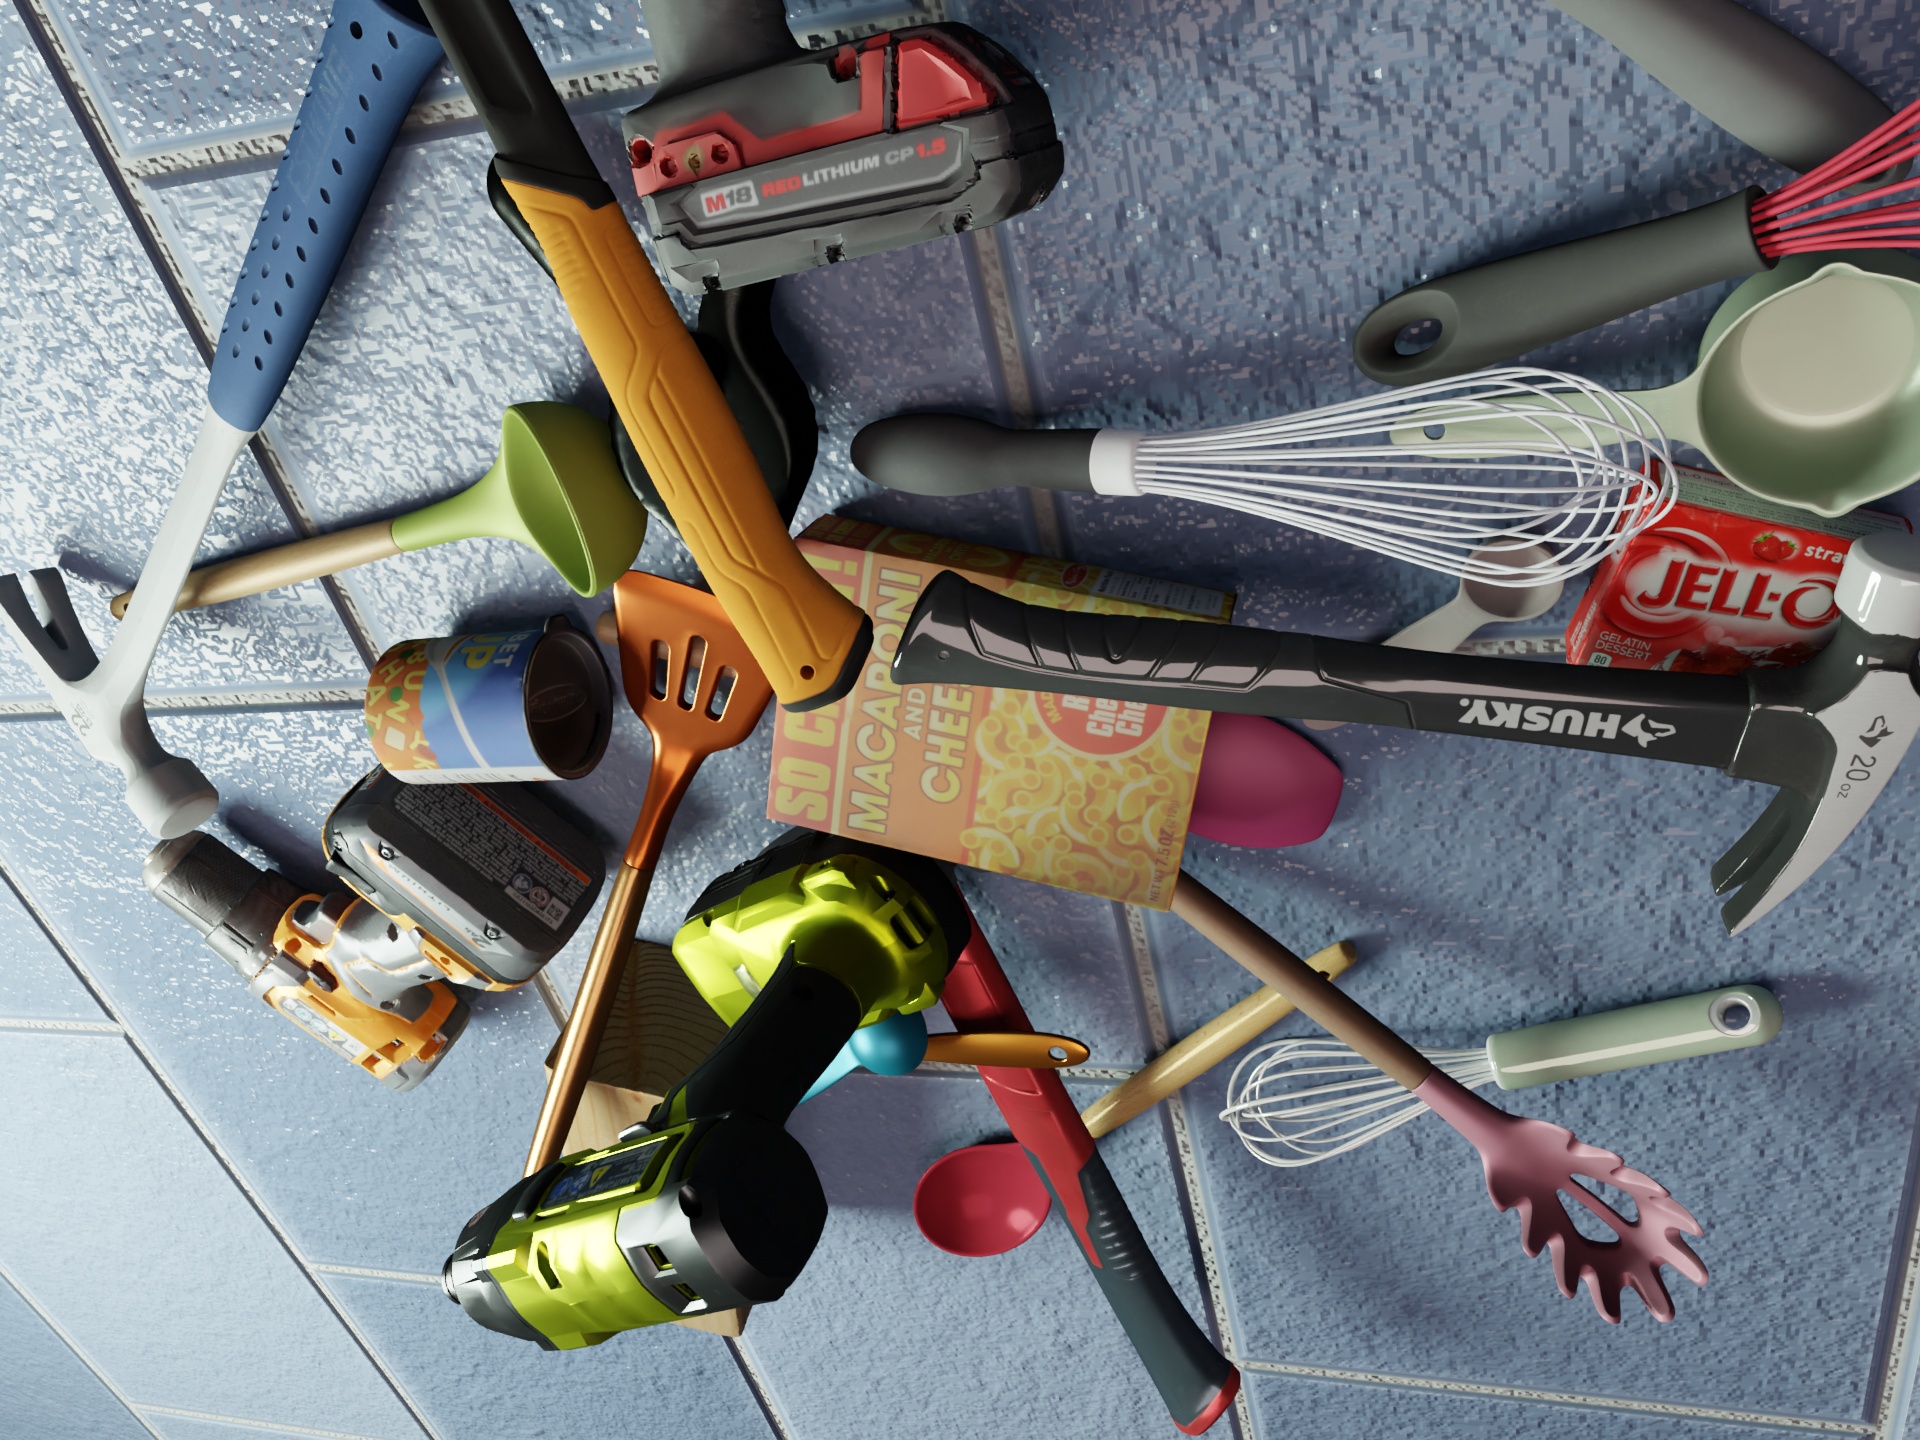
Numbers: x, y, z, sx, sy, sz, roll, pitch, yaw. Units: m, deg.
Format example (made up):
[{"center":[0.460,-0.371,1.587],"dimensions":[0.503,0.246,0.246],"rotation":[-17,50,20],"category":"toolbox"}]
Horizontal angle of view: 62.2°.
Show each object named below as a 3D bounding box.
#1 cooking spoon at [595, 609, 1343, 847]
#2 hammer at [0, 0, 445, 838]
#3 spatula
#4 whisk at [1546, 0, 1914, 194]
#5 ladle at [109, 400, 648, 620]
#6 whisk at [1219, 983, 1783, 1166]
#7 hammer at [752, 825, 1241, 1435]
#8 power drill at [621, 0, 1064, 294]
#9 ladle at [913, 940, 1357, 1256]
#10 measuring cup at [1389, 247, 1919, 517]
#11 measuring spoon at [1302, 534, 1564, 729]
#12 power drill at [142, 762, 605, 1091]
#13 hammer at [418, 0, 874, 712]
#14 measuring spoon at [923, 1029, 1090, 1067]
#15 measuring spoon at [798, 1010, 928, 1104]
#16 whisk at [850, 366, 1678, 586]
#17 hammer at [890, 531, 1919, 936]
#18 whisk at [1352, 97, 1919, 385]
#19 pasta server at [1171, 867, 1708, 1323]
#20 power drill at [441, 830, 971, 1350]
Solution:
[{"center":[-0.001,-0.002,0.663],"dimensions":[0.319,0.017,0.068],"rotation":[14,127,7],"category":"cooking spoon"},{"center":[-0.298,-0.121,0.636],"dimensions":[0.144,0.035,0.405],"rotation":[48,125,9],"category":"hammer"},{"center":[-0.153,0.087,0.706],"dimensions":[0.081,0.041,0.322],"rotation":[21,107,1],"category":"spatula"},{"center":[0.161,-0.205,0.431],"dimensions":[0.239,0.055,0.055],"rotation":[26,131,-10],"category":"whisk"},{"center":[-0.262,-0.070,0.671],"dimensions":[0.320,0.062,0.078],"rotation":[-9,111,27],"category":"ladle"},{"center":[0.229,0.153,0.700],"dimensions":[0.246,0.058,0.059],"rotation":[-18,154,26],"category":"whisk"},{"center":[0.032,0.205,0.775],"dimensions":[0.143,0.038,0.386],"rotation":[-14,114,29],"category":"hammer"},{"center":[-0.030,-0.246,0.424],"dimensions":[0.188,0.080,0.226],"rotation":[-9,110,15],"category":"power drill"},{"center":[0.080,0.189,0.786],"dimensions":[0.069,0.031,0.315],"rotation":[37,127,-10],"category":"ladle"},{"center":[0.222,-0.105,0.500],"dimensions":[0.167,0.038,0.083],"rotation":[-1,127,27],"category":"measuring cup"},{"center":[0.171,-0.032,0.590],"dimensions":[0.034,0.018,0.124],"rotation":[37,136,-11],"category":"measuring spoon"},{"center":[-0.302,0.089,0.798],"dimensions":[0.185,0.084,0.226],"rotation":[41,133,-14],"category":"power drill"},{"center":[-0.126,-0.148,0.516],"dimensions":[0.127,0.034,0.336],"rotation":[-24,108,9],"category":"hammer"},{"center":[0.004,0.152,0.722],"dimensions":[0.117,0.011,0.021],"rotation":[-5,118,26],"category":"measuring spoon"},{"center":[-0.066,0.162,0.741],"dimensions":[0.128,0.021,0.042],"rotation":[-35,75,33],"category":"measuring spoon"},{"center":[0.084,-0.084,0.528],"dimensions":[0.285,0.070,0.070],"rotation":[7,131,29],"category":"whisk"},{"center":[0.140,-0.008,0.547],"dimensions":[0.335,0.035,0.146],"rotation":[6,126,8],"category":"hammer"},{"center":[0.231,-0.135,0.417],"dimensions":[0.296,0.073,0.073],"rotation":[-8,127,47],"category":"whisk"},{"center":[0.172,0.135,0.667],"dimensions":[0.316,0.040,0.060],"rotation":[38,102,3],"category":"pasta server"},{"center":[-0.097,0.141,0.624],"dimensions":[0.171,0.223,0.080],"rotation":[-24,108,33],"category":"power drill"}]
